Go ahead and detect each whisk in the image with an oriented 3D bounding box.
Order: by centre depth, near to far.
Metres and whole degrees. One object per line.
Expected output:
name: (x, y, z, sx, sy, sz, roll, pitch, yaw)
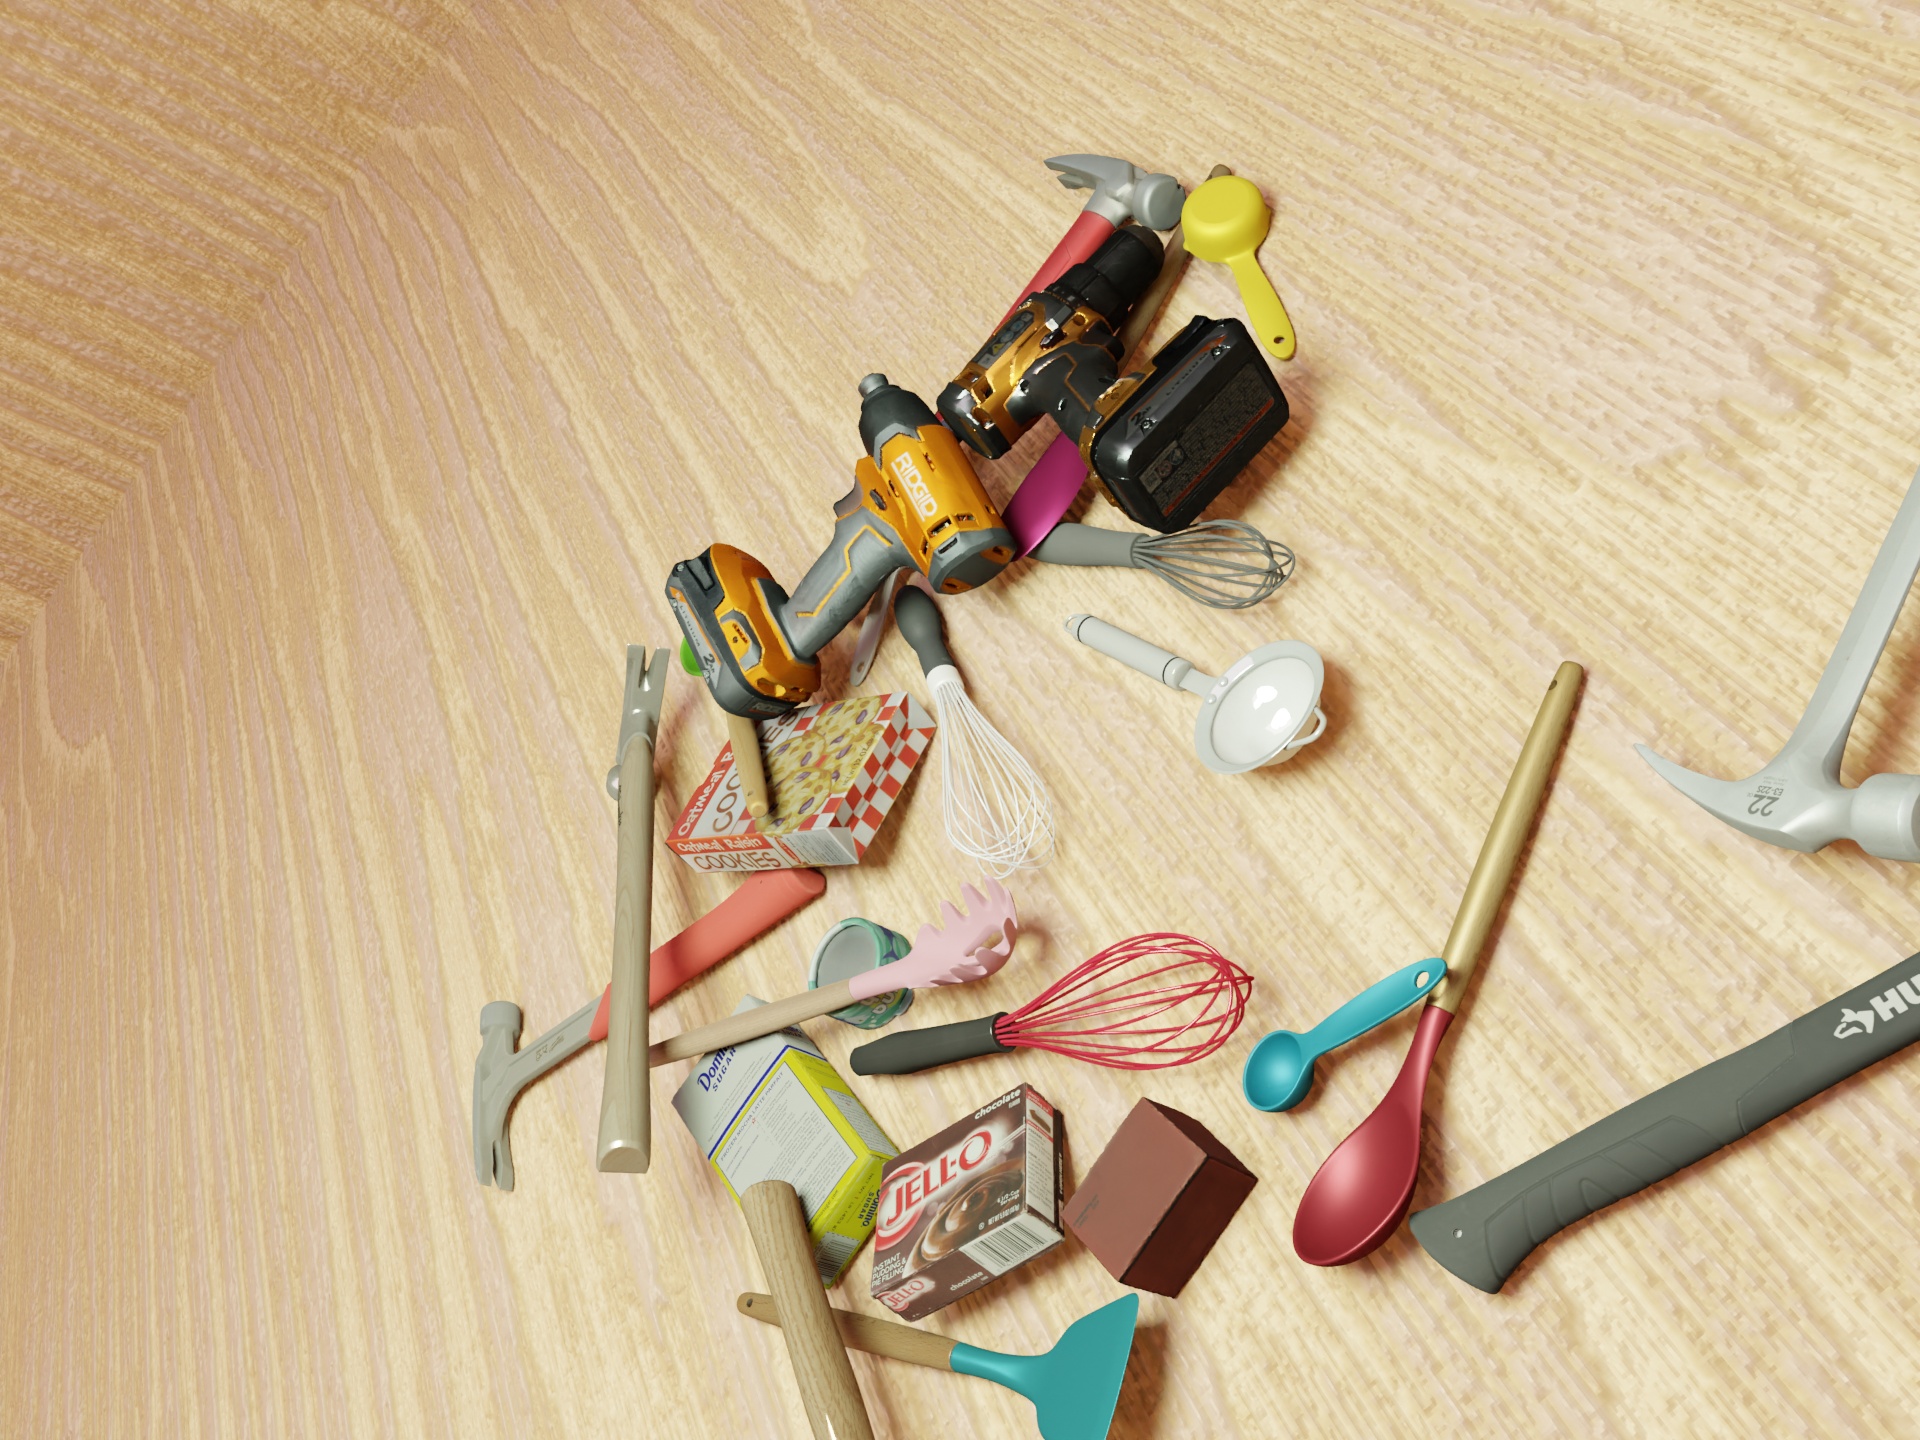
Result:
whisk: (0.040, 0.172, 0.893, 0.296, 0.073, 0.073, -22, 54, 41)
whisk: (0.111, -0.102, 0.989, 0.239, 0.055, 0.055, 15, 78, 52)
whisk: (-0.001, -0.003, 1.035, 0.070, 0.070, 0.285, -43, 39, 18)

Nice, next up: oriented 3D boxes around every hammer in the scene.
hammer: (0.329, 0.139, 0.647, 0.334, 0.035, 0.146, -38, 47, 23)
hammer: (0.424, -0.127, 0.685, 0.405, 0.035, 0.144, -62, 20, -9)
hammer: (-0.056, 0.378, 0.804, 0.031, 0.130, 0.332, -47, 44, 19)
hammer: (-0.222, 0.121, 1.084, 0.411, 0.038, 0.146, -102, 22, -49)
hammer: (-0.235, 0.204, 1.153, 0.359, 0.036, 0.149, -35, 47, 26)
hammer: (0.003, -0.245, 1.158, 0.386, 0.038, 0.143, -54, 41, 1)

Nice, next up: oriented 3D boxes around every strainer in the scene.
strainer: (0.135, -0.024, 0.924, 0.087, 0.050, 0.259, -54, 36, -2)

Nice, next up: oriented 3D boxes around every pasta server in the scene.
pasta server: (-0.090, 0.168, 0.977, 0.316, 0.040, 0.060, -23, 39, 29)

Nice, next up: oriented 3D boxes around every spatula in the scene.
spatula: (-0.026, 0.338, 0.869, 0.317, 0.044, 0.082, -8, 52, 43)

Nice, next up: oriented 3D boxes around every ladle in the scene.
ladle: (0.235, 0.113, 0.755, 0.315, 0.031, 0.069, -65, 16, -10)

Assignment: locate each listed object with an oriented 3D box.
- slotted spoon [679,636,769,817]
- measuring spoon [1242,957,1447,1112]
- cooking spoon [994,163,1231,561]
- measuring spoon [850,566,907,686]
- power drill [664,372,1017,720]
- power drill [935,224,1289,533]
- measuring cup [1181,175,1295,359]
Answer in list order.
slotted spoon: (-0.164, -0.010, 1.156, 0.070, 0.031, 0.314, -34, 29, 4)
measuring spoon: (0.190, 0.153, 0.771, 0.128, 0.021, 0.042, -42, 30, 31)
cooking spoon: (0.104, -0.244, 1.076, 0.069, 0.017, 0.319, 17, 75, 57)
measuring spoon: (-0.054, -0.082, 1.160, 0.034, 0.018, 0.124, 16, 86, 47)
power drill: (-0.088, -0.120, 1.077, 0.226, 0.084, 0.164, -34, 70, 20)
power drill: (0.104, -0.224, 0.995, 0.185, 0.084, 0.226, -46, 39, -4)
measuring cup: (0.185, -0.295, 1.027, 0.062, 0.029, 0.157, -21, 56, 10)
